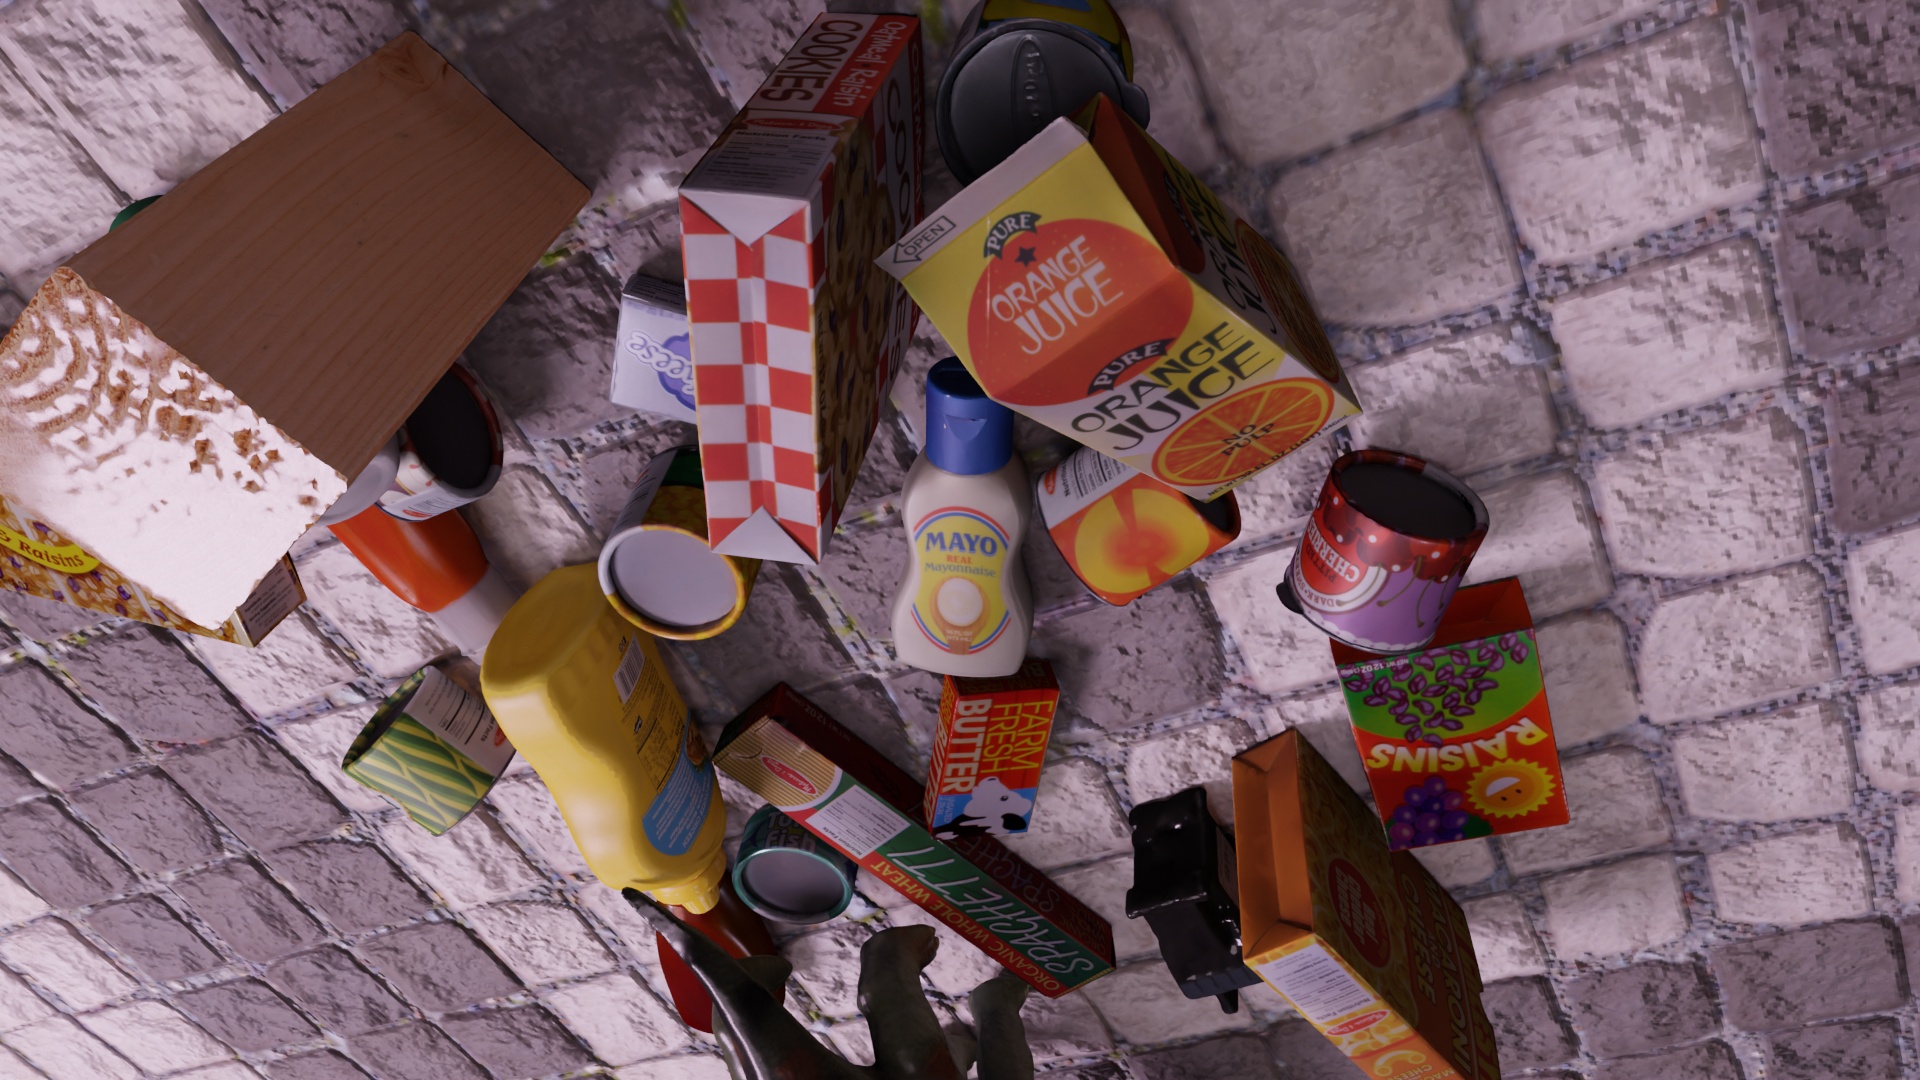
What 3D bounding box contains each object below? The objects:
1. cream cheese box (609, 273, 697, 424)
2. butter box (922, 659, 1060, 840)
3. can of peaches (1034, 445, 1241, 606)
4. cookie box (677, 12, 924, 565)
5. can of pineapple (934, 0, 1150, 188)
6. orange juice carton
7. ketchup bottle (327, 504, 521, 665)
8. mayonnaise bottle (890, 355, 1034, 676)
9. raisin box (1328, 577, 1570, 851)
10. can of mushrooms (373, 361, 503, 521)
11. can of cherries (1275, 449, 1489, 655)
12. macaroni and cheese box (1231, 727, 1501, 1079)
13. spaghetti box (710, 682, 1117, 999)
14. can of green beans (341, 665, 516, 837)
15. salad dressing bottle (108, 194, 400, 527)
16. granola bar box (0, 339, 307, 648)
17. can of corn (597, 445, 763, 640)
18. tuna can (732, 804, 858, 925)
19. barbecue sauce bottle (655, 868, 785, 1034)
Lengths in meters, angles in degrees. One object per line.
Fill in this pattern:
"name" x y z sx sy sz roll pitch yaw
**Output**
"cream cheese box" -0.091 -0.071 0.575 0.104 0.024 0.053 14 127 -3
"butter box" 0.014 0.103 0.681 0.053 0.024 0.103 -2 128 -15
"can of peaches" 0.075 -0.014 0.570 0.058 0.071 0.071 -34 115 27
"cookie box" -0.045 -0.091 0.466 0.040 0.168 0.122 7 127 6
"can of pineapple" 0.029 -0.154 0.478 0.071 0.058 0.070 4 127 5
"orange juice carton" 0.057 -0.079 0.462 0.071 0.073 0.192 -32 152 26
"ketchup bottle" -0.253 -0.006 0.629 0.064 0.044 0.148 -5 130 40
"mayonnaise bottle" 0.002 -0.008 0.599 0.065 0.041 0.147 6 127 5
"raisin box" 0.224 0.083 0.638 0.086 0.040 0.123 -14 122 16
"can of mushrooms" -0.228 -0.046 0.586 0.033 0.071 0.070 -17 122 19
"can of cherries" 0.171 0.004 0.568 0.071 0.072 0.058 13 127 -2
"macaroni and cheese box" 0.195 0.189 0.666 0.040 0.124 0.166 -32 117 28
"spaghetti box" -0.019 0.165 0.736 0.250 0.029 0.050 40 121 -20
"can of green beans" -0.267 0.106 0.701 0.071 0.071 0.057 -34 115 28
"salad dressing bottle" -0.280 -0.073 0.545 0.064 0.044 0.148 -41 77 5
"granola bar box" -0.386 -0.024 0.615 0.165 0.039 0.123 10 129 18
"can of corn" -0.117 0.002 0.611 0.071 0.058 0.070 4 127 5
"tuna can" -0.088 0.173 0.748 0.071 0.033 0.070 4 127 5
"barbecue sauce bottle" -0.143 0.216 0.781 0.065 0.044 0.147 -3 125 9
